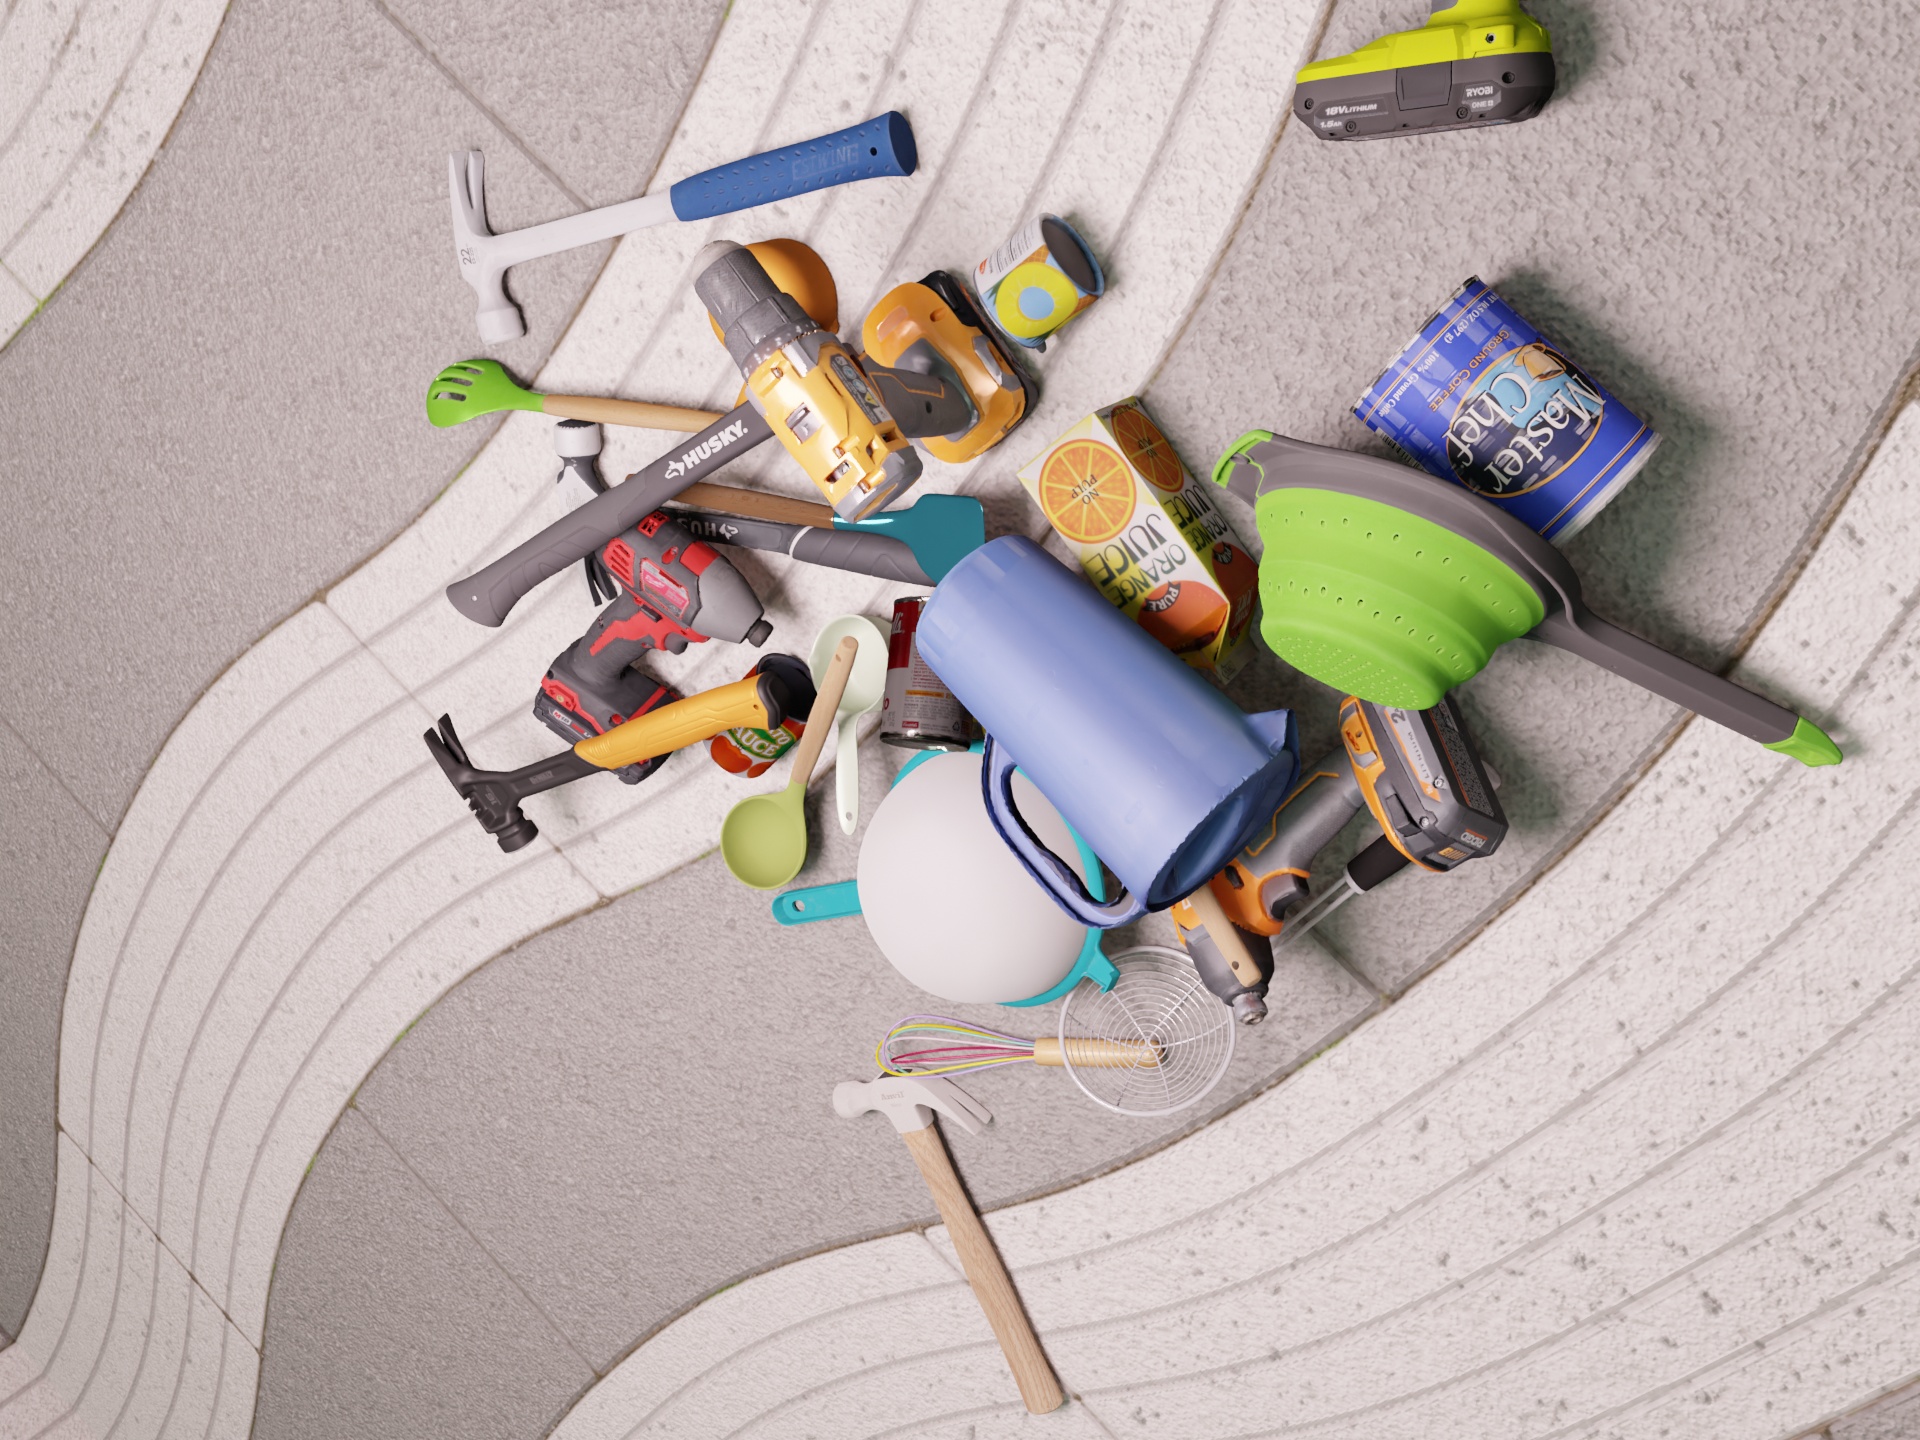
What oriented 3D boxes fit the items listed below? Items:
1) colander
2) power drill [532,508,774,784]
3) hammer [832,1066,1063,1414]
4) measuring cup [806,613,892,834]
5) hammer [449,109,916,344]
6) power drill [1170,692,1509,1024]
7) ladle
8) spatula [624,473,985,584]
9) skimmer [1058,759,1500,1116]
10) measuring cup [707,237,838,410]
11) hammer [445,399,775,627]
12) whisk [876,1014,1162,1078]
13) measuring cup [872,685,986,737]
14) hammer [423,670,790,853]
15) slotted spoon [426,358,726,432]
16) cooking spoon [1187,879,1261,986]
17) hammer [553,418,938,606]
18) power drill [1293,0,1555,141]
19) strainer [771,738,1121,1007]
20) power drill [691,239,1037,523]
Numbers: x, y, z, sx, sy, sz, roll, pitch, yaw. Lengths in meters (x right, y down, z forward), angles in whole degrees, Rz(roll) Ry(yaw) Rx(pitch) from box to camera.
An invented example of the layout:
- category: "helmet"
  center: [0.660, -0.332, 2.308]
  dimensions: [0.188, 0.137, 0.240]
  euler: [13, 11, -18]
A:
- category: "colander"
  center: [0.314, -0.033, 0.920]
  dimensions: [0.397, 0.204, 0.094]
  euler: [26, 83, -1]
- category: "power drill"
  center: [-0.238, -0.056, 1.241]
  dimensions: [0.143, 0.079, 0.219]
  euler: [36, 131, -2]
- category: "hammer"
  center: [0.011, 0.445, 1.356]
  dimensions: [0.130, 0.031, 0.331]
  euler: [-19, 100, 33]
- category: "measuring cup"
  center: [-0.074, 0.002, 1.205]
  dimensions: [0.083, 0.038, 0.167]
  euler: [7, 99, 35]
- category: "hammer"
  center: [-0.216, -0.379, 1.154]
  dimensions: [0.405, 0.035, 0.144]
  euler: [-4, 107, 29]
- category: "power drill"
  center: [0.230, 0.087, 1.028]
  dimensions: [0.226, 0.084, 0.164]
  euler: [-36, 51, 32]
- category: "ladle"
  center: [-0.124, 0.035, 1.191]
  dimensions: [0.078, 0.062, 0.320]
  euler: [47, 147, 13]
- category: "spatula"
  center: [-0.116, -0.148, 1.146]
  dimensions: [0.317, 0.044, 0.082]
  euler: [13, 120, 23]
- category: "skimmer"
  center: [0.213, 0.145, 1.094]
  dimensions: [0.363, 0.090, 0.127]
  euler: [-47, 55, 31]
- category: "measuring cup"
  center: [-0.154, -0.264, 1.155]
  dimensions: [0.095, 0.052, 0.173]
  euler: [33, 119, 14]
- category: "hammer"
  center: [-0.231, -0.165, 1.130]
  dimensions: [0.335, 0.035, 0.146]
  euler: [-29, 92, 16]
- category: "whisk"
  center: [0.042, 0.266, 1.262]
  dimensions: [0.245, 0.047, 0.051]
  euler: [-4, 99, 26]
- category: "measuring cup"
  center: [-0.002, -0.004, 1.188]
  dimensions: [0.156, 0.029, 0.062]
  euler: [10, 113, 23]
- category: "hammer"
  center: [-0.272, 0.015, 1.235]
  dimensions: [0.337, 0.034, 0.127]
  euler: [-17, 114, 31]
- category: "slotted spoon"
  center: [-0.299, -0.245, 1.234]
  dimensions: [0.314, 0.070, 0.031]
  euler: [12, 155, 25]
- category: "cooking spoon"
  center: [0.115, 0.043, 1.073]
  dimensions: [0.068, 0.017, 0.319]
  euler: [-49, 55, 31]
- category: "hammer"
  center: [-0.138, -0.133, 1.209]
  dimensions: [0.409, 0.036, 0.149]
  euler: [12, 115, 24]
- category: "power drill"
  center: [0.236, -0.440, 0.864]
  dimensions: [0.190, 0.080, 0.228]
  euler: [3, 108, 27]
- category: "strainer"
  center: [-0.051, 0.137, 1.205]
  dimensions: [0.340, 0.095, 0.211]
  euler: [-14, 95, 41]
- category: "power drill"
  center: [-0.061, -0.231, 1.014]
  dimensions: [0.084, 0.226, 0.185]
  euler: [-37, 89, 34]
